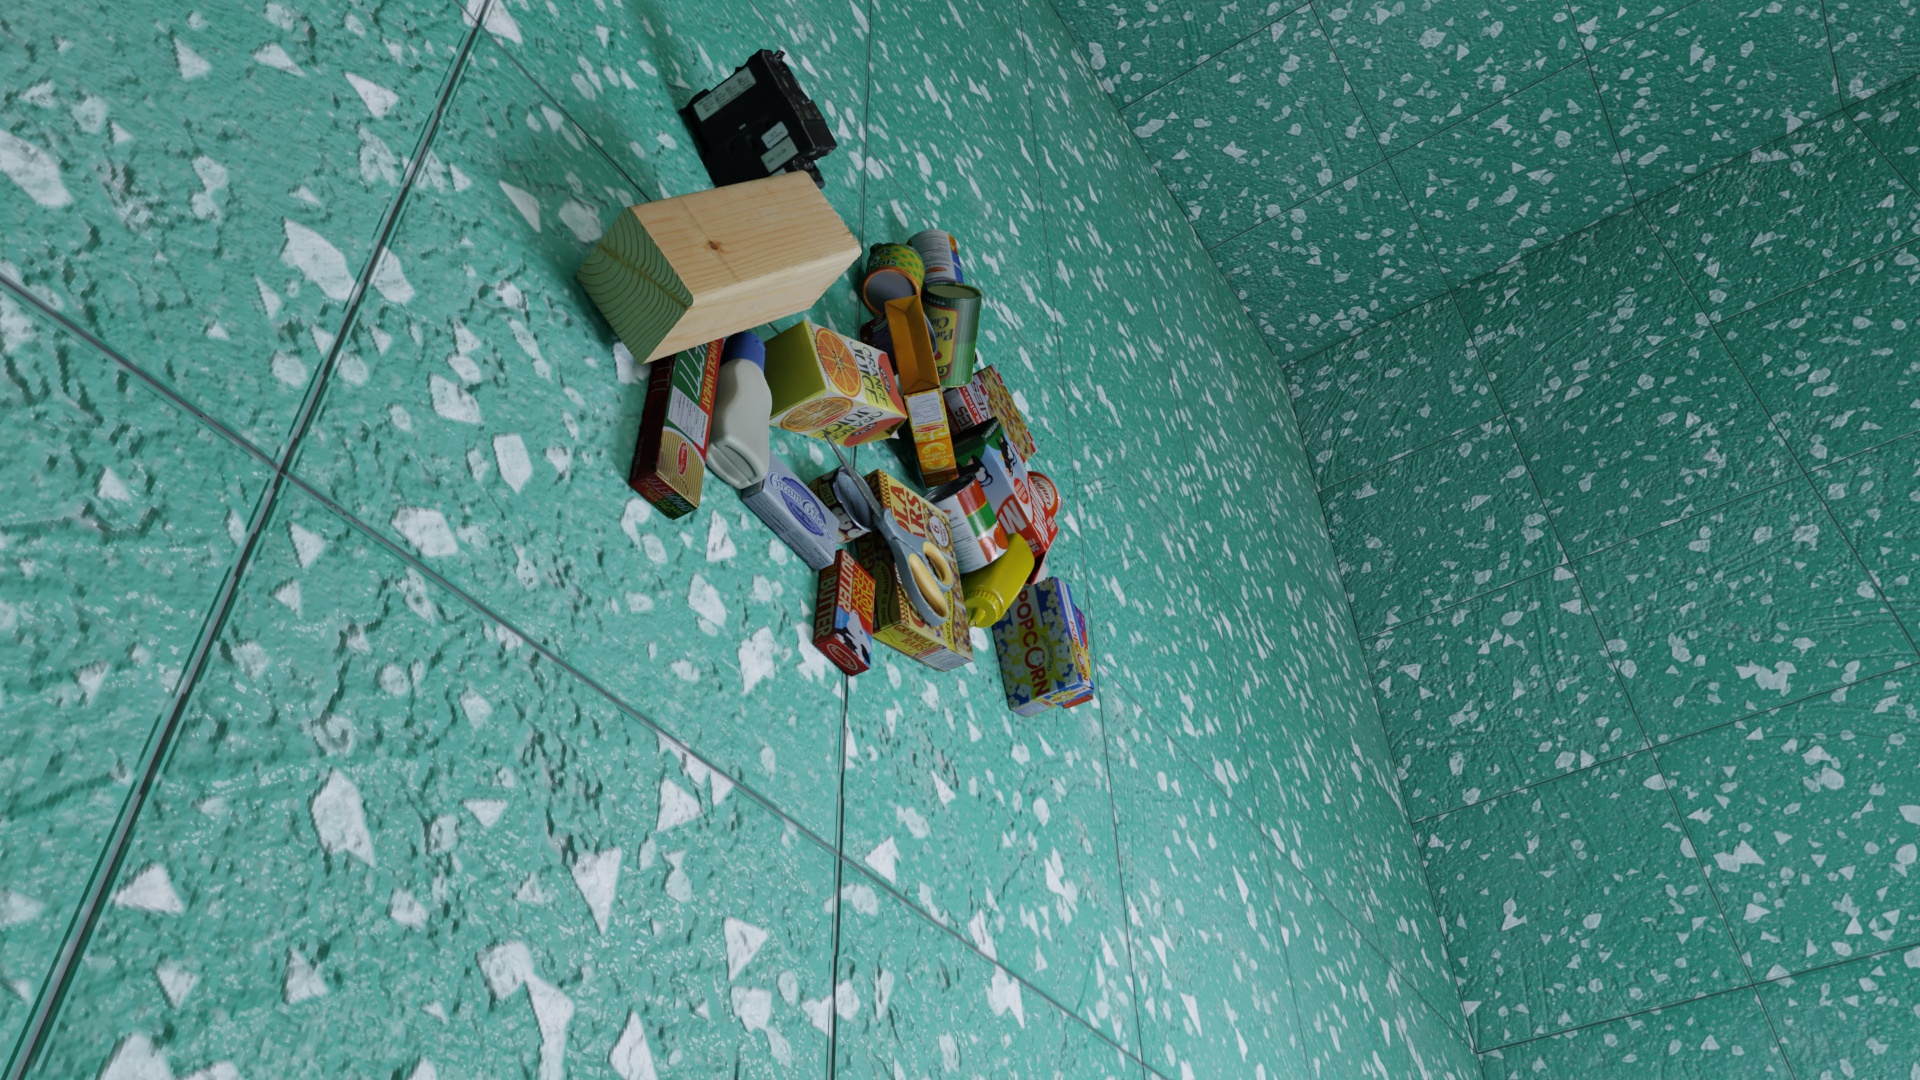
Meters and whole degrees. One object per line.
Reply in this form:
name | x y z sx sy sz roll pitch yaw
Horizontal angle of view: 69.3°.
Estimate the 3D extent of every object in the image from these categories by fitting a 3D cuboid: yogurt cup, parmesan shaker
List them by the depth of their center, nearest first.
parmesan shaker | -0.016 -0.232 1.556 0.071 0.071 0.102 -62 161 -62
yogurt cup | 0.076 -0.044 1.631 0.054 0.072 0.072 -28 93 -59

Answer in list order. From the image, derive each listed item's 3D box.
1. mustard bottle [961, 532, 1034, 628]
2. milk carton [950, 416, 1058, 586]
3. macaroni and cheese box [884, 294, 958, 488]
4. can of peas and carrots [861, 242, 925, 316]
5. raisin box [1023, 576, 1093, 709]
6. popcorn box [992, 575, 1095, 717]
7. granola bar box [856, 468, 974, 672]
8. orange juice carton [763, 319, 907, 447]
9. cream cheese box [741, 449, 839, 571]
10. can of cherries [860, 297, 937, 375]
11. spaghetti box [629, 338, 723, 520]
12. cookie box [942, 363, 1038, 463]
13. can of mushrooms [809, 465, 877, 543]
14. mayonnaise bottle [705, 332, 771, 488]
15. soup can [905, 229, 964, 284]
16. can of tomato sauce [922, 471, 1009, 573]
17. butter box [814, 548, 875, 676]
mustard bottle | 0.031 0.050 1.442 0.048 0.065 0.161 53 31 -15
milk carton | 0.047 -0.033 1.541 0.190 0.073 0.073 60 23 -13
macaroni and cheese box | -0.040 -0.150 1.429 0.165 0.040 0.124 79 -1 -58
can of peas and carrots | -0.076 -0.290 1.543 0.070 0.071 0.059 51 27 -31
raisin box | 0.110 0.116 1.572 0.086 0.040 0.124 45 29 -38
popcorn box | 0.084 0.111 1.460 0.038 0.085 0.127 31 41 -52
granola bar box | -0.047 0.030 1.317 0.124 0.039 0.166 34 38 -50
orange juice carton | -0.113 -0.141 1.302 0.193 0.073 0.072 11 58 -63
cream cheese box | -0.143 -0.025 1.184 0.103 0.024 0.054 48 28 -35
can of cherries | -0.068 -0.220 1.500 0.071 0.058 0.072 46 30 -37
spaghetti box | -0.221 -0.123 1.108 0.050 0.028 0.251 46 30 -39
cookie box | 0.030 -0.135 1.652 0.123 0.040 0.168 62 22 -7
can of mushrooms | -0.107 -0.033 1.259 0.071 0.033 0.071 48 29 -37
mayonnaise bottle | -0.186 -0.115 1.163 0.064 0.041 0.149 50 26 -41
soup can | -0.031 -0.321 1.675 0.071 0.071 0.084 38 34 -48
can of tomato sauce | 0.005 -0.018 1.437 0.083 0.071 0.071 63 22 -14
butter box | -0.099 0.061 1.194 0.053 0.024 0.104 47 29 -37
